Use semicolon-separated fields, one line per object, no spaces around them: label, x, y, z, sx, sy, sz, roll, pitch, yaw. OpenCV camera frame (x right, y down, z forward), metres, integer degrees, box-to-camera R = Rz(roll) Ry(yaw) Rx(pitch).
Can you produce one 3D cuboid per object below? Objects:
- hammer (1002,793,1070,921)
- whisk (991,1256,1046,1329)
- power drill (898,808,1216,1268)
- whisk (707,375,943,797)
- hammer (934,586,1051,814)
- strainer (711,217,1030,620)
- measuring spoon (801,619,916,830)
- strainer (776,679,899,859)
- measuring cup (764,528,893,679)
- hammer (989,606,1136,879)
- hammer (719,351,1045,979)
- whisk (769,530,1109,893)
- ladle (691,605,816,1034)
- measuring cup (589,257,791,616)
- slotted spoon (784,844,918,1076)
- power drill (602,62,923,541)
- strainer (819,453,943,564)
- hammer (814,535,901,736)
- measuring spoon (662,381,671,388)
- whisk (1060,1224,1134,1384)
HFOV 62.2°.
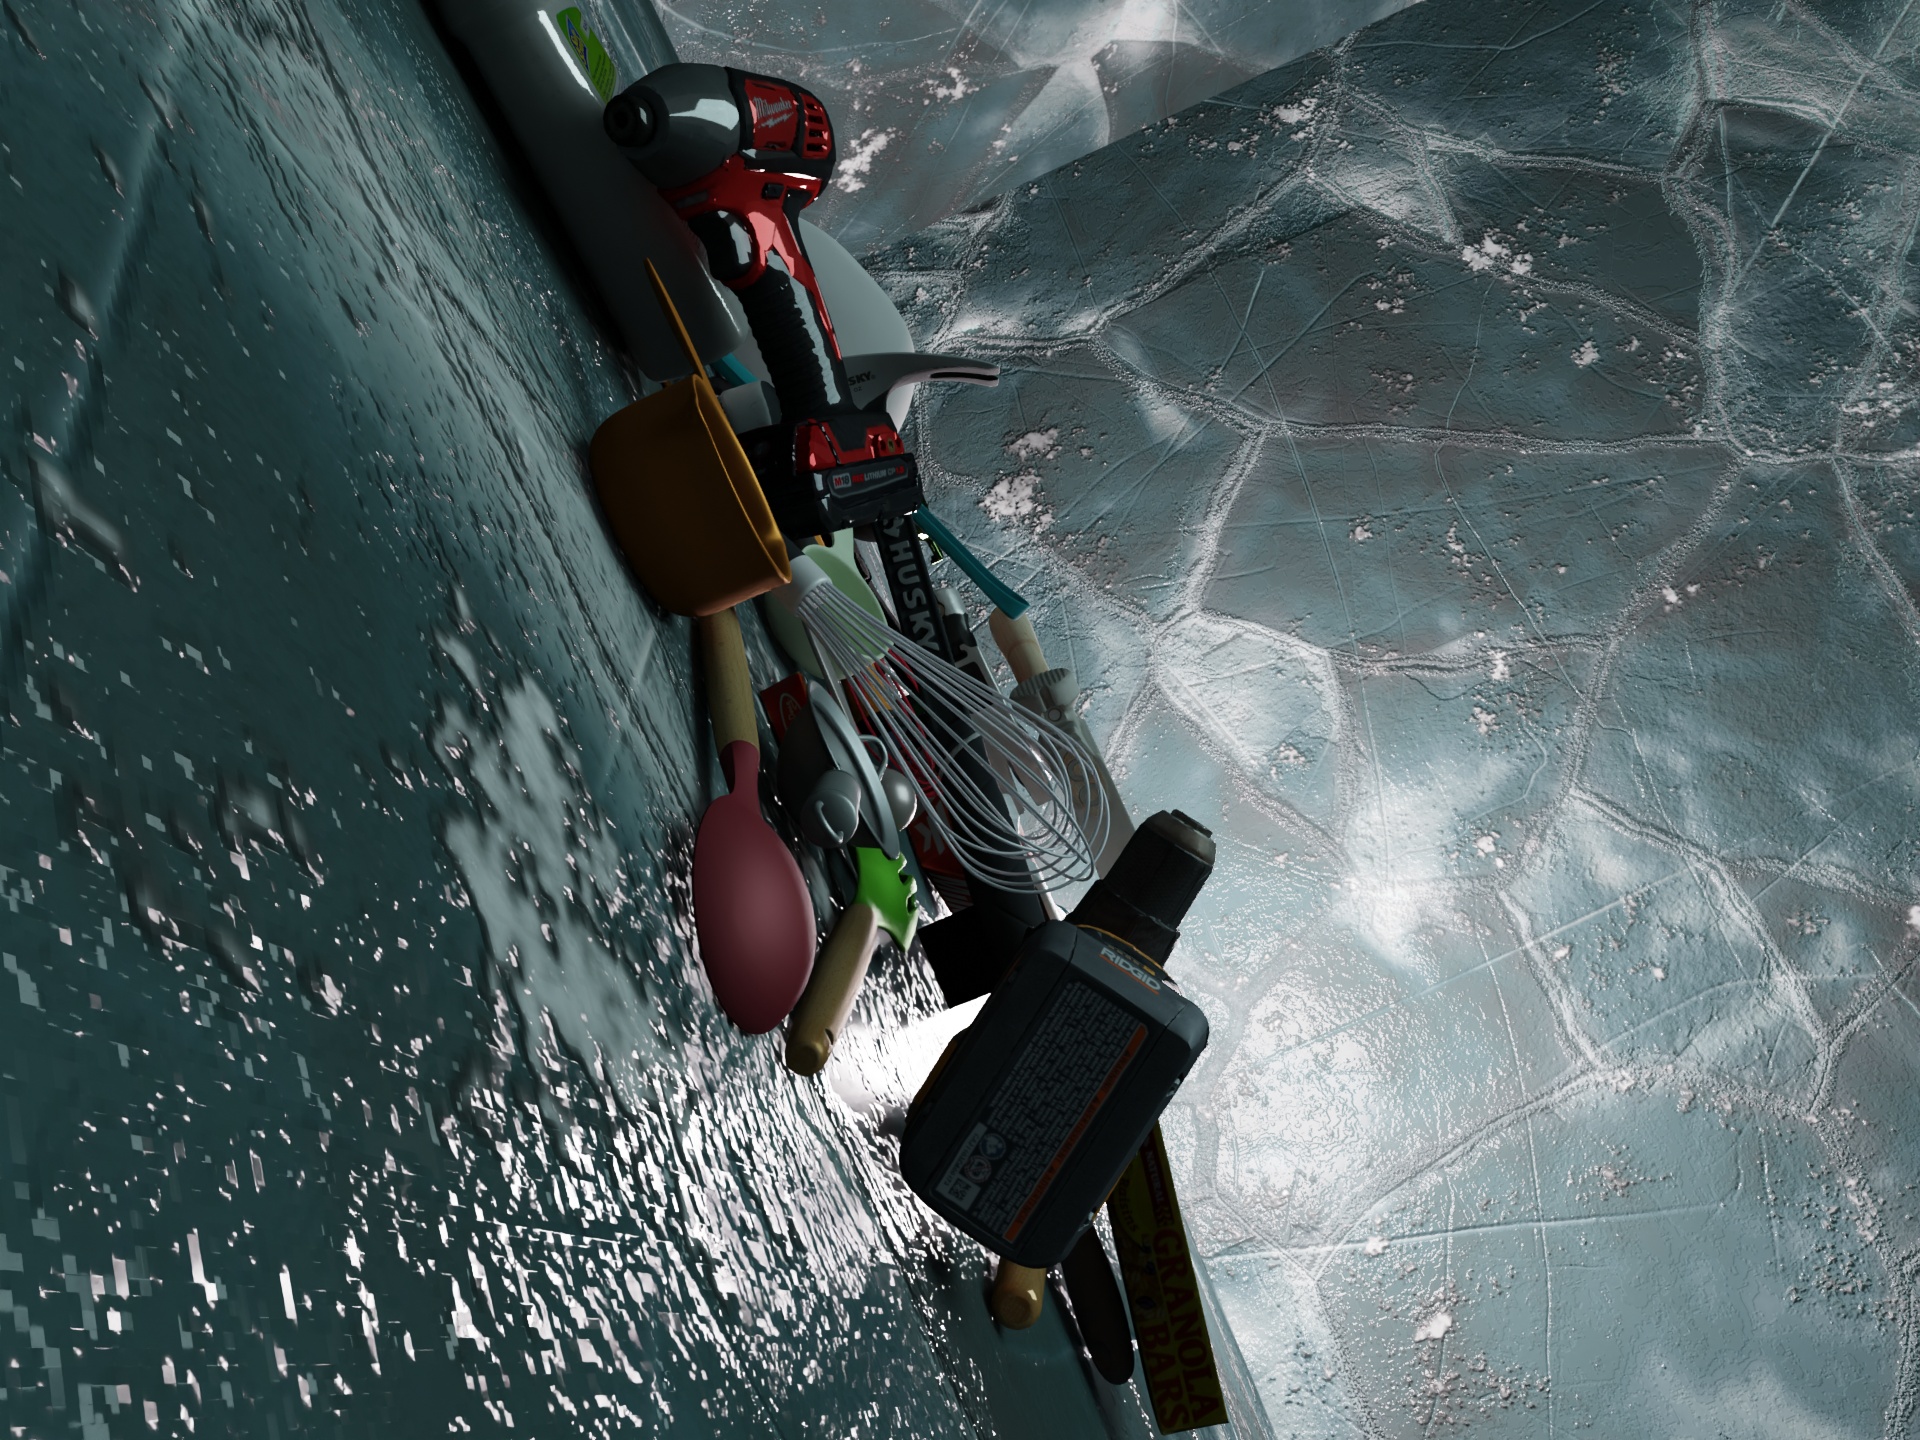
hammer;0.055;0.129;1.007;0.331;0.033;0.128;57;10;-78
whisk;0.038;0.239;0.774;0.245;0.051;0.047;-21;93;-84
power drill;0.056;0.124;0.691;0.084;0.185;0.226;33;2;6
whisk;-0.084;-0.082;0.993;0.296;0.073;0.073;61;3;-6
hammer;0.035;0.014;1.129;0.334;0.035;0.146;50;16;-76
strainer;-0.054;-0.214;1.026;0.340;0.095;0.211;45;14;0
measuring spoon;-0.051;-0.002;0.810;0.124;0.018;0.034;65;3;12
strainer;-0.051;0.028;0.624;0.087;0.050;0.258;63;-2;-3
measuring cup;-0.082;-0.089;0.938;0.083;0.038;0.168;40;28;-34
hammer;0.061;-0.006;1.078;0.411;0.038;0.146;-104;169;-75
hammer;-0.001;-0.003;0.840;0.036;0.149;0.409;89;-16;-84
whisk;-0.045;-0.036;0.666;0.285;0.070;0.070;45;-3;16
ladle;-0.085;0.003;0.594;0.316;0.031;0.069;-112;-179;-60
measuring cup;-0.122;-0.117;0.637;0.095;0.052;0.174;61;4;-61
slotted spoon;-0.043;0.090;0.651;0.314;0.031;0.070;-71;137;-84
power drill;-0.096;-0.194;0.746;0.143;0.078;0.219;-27;107;-61
strainer;-0.102;-0.235;1.255;0.151;0.069;0.257;45;18;-58
hammer;-0.114;-0.140;1.123;0.127;0.034;0.337;61;6;-68
measuring spoon;-0.170;-0.211;0.884;0.021;0.011;0.116;-107;172;-70
whisk;0.060;0.265;0.930;0.055;0.055;0.239;62;8;-55
